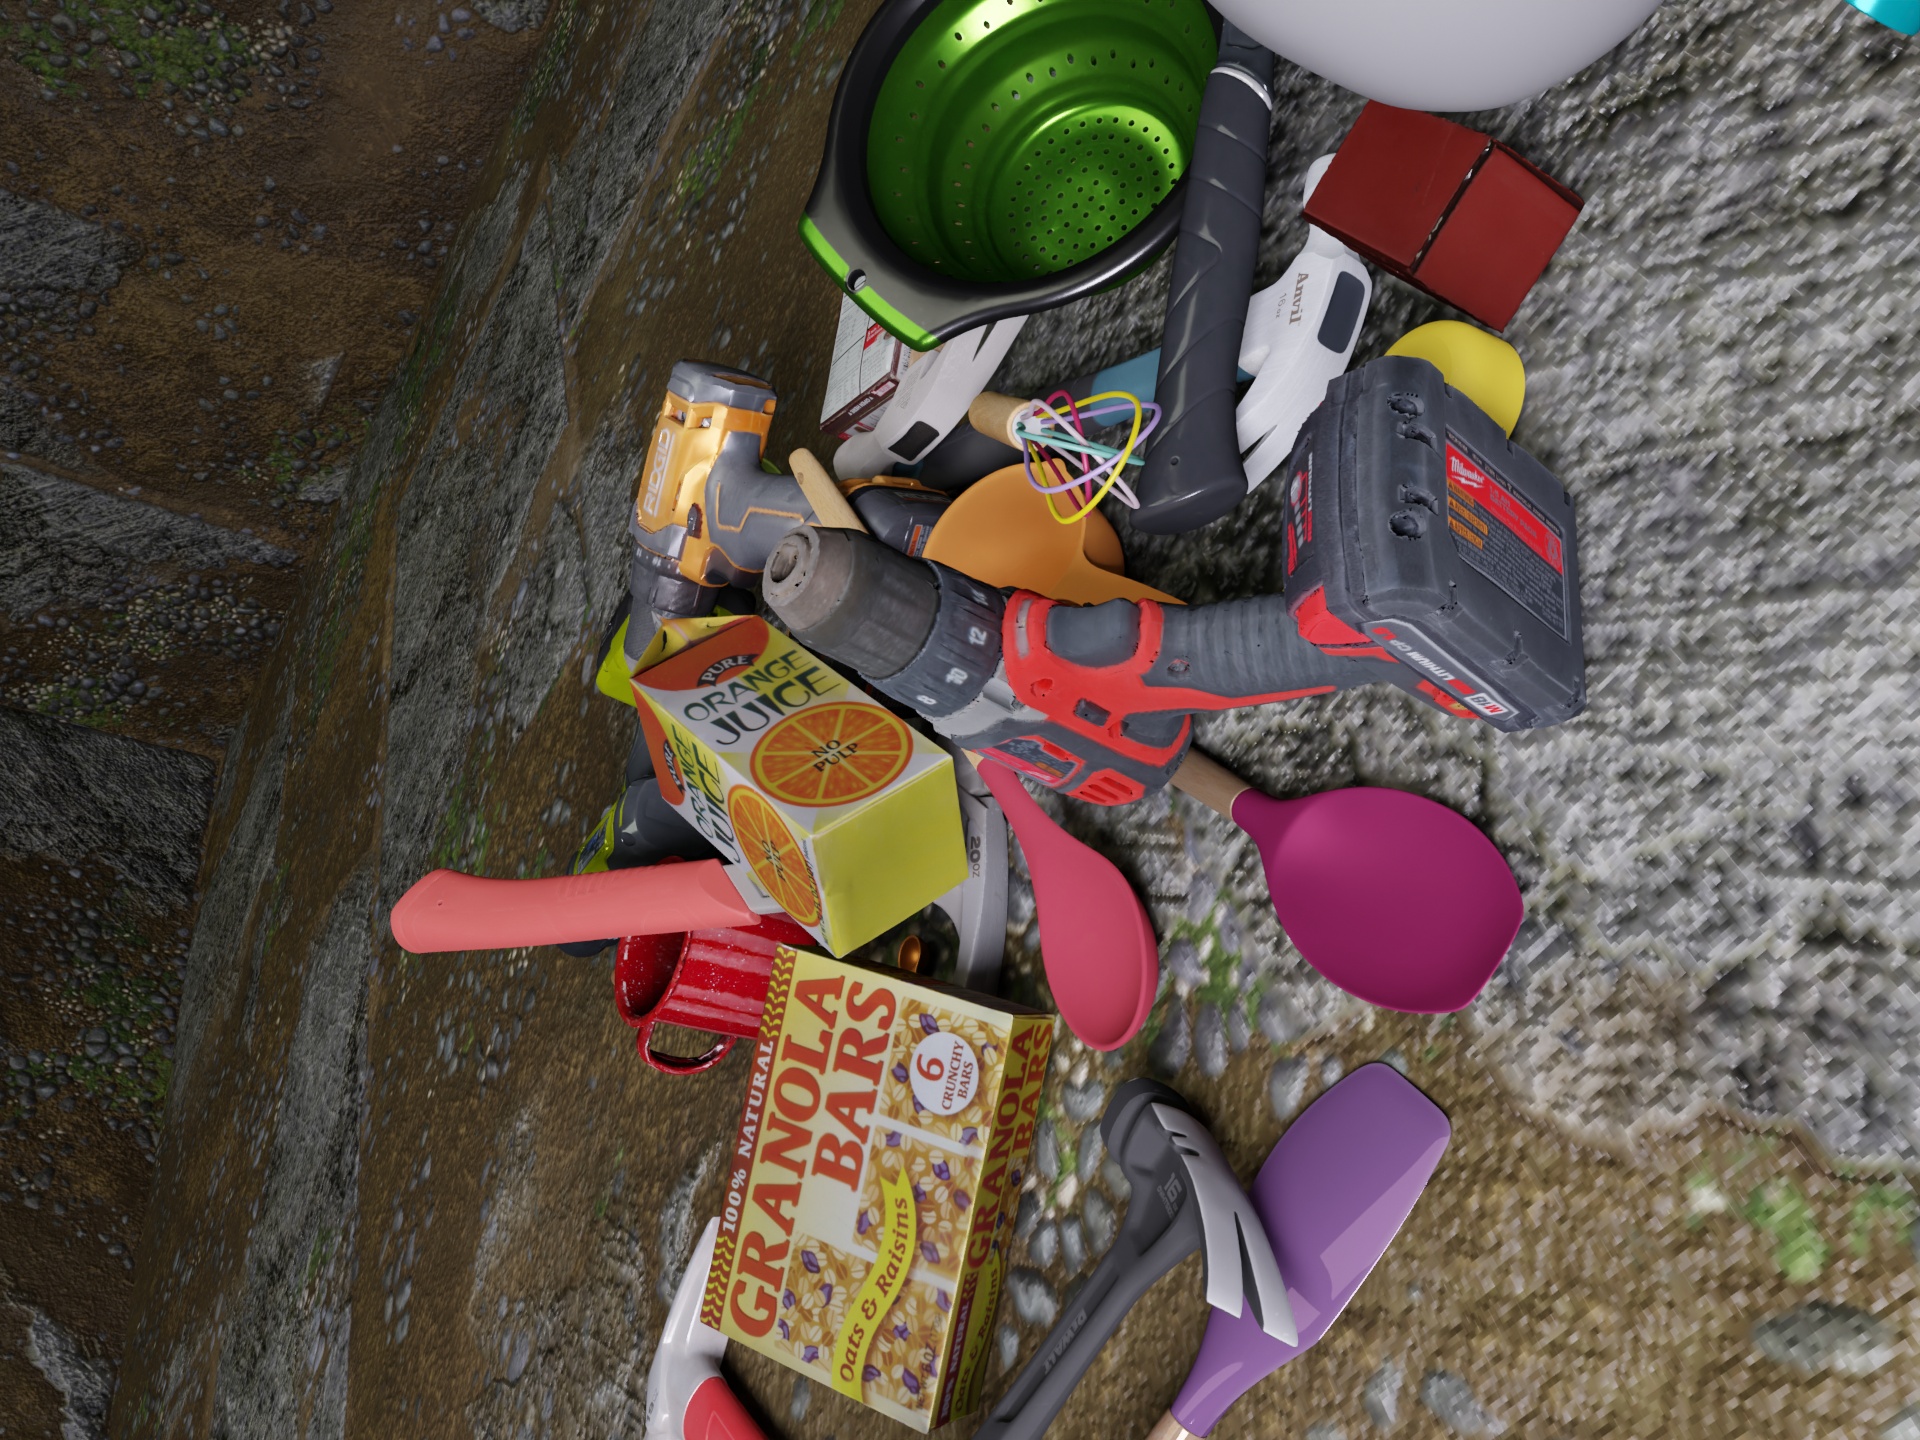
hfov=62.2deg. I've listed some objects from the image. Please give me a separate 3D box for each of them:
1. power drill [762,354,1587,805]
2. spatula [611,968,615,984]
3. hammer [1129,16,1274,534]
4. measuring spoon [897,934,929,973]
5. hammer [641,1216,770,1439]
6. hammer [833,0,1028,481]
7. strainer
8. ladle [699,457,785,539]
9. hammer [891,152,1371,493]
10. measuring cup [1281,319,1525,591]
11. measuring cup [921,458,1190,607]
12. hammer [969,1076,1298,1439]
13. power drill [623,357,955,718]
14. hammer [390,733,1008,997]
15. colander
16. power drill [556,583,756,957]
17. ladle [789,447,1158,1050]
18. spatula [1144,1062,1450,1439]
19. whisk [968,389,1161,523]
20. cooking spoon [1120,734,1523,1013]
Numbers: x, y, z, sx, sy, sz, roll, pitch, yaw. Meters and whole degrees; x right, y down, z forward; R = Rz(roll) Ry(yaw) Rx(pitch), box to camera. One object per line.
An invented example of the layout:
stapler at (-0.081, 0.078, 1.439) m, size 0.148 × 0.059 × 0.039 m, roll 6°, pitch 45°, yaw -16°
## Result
power drill at (0.064, -0.037, 0.524) m, size 0.227 × 0.187 × 0.080 m, roll -16°, pitch 59°, yaw 43°
spatula at (-0.150, 0.096, 0.954) m, size 0.317 × 0.044 × 0.082 m, roll -40°, pitch 29°, yaw 44°
hammer at (0.110, -0.273, 0.643) m, size 0.149 × 0.036 × 0.409 m, roll 4°, pitch 80°, yaw 28°
measuring spoon at (-0.020, 0.158, 0.745) m, size 0.021 × 0.011 × 0.117 m, roll -32°, pitch 52°, yaw 47°
hammer at (-0.049, 0.345, 0.658) m, size 0.386 × 0.038 × 0.143 m, roll 14°, pitch 84°, yaw 60°
hammer at (0.003, -0.288, 0.894) m, size 0.130 × 0.031 × 0.331 m, roll -26°, pitch 46°, yaw 50°
strainer at (0.153, -0.225, 0.480) m, size 0.341 × 0.211 × 0.095 m, roll -108°, pitch 35°, yaw -51°
ladle at (-0.089, -0.085, 0.945) m, size 0.078 × 0.062 × 0.320 m, roll -54°, pitch 35°, yaw 6°
hammer at (0.062, -0.151, 0.757) m, size 0.331 × 0.033 × 0.128 m, roll -8°, pitch 66°, yaw 57°
measuring cup at (0.142, -0.078, 0.587) m, size 0.156 × 0.029 × 0.062 m, roll -53°, pitch 35°, yaw 25°
measuring cup at (0.058, -0.051, 0.694) m, size 0.174 × 0.052 × 0.095 m, roll 30°, pitch 84°, yaw 42°
hammer at (-0.005, 0.288, 0.551) m, size 0.337 × 0.034 × 0.127 m, roll -57°, pitch 15°, yaw 9°
power drill at (-0.102, -0.073, 0.843) m, size 0.226 × 0.084 × 0.185 m, roll 34°, pitch 114°, yaw 39°
hammer at (-0.143, 0.097, 0.794) m, size 0.359 × 0.036 × 0.149 m, roll -9°, pitch 63°, yaw 26°
colander at (0.104, -0.324, 0.733) m, size 0.397 × 0.094 × 0.205 m, roll -45°, pitch 65°, yaw 8°
power drill at (-0.203, 0.031, 1.018) m, size 0.190 × 0.080 × 0.229 m, roll -43°, pitch 35°, yaw 48°
ladle at (-0.001, -0.002, 0.679) m, size 0.316 × 0.031 × 0.069 m, roll 58°, pitch 137°, yaw 25°
spatula at (0.060, 0.248, 0.521) m, size 0.316 × 0.018 × 0.060 m, roll -58°, pitch 29°, yaw 4°
whisk at (0.031, -0.119, 0.668) m, size 0.245 × 0.051 × 0.047 m, roll -124°, pitch 34°, yaw -72°
cooking spoon at (0.097, 0.024, 0.617) m, size 0.069 × 0.017 × 0.319 m, roll -59°, pitch 32°, yaw 4°
